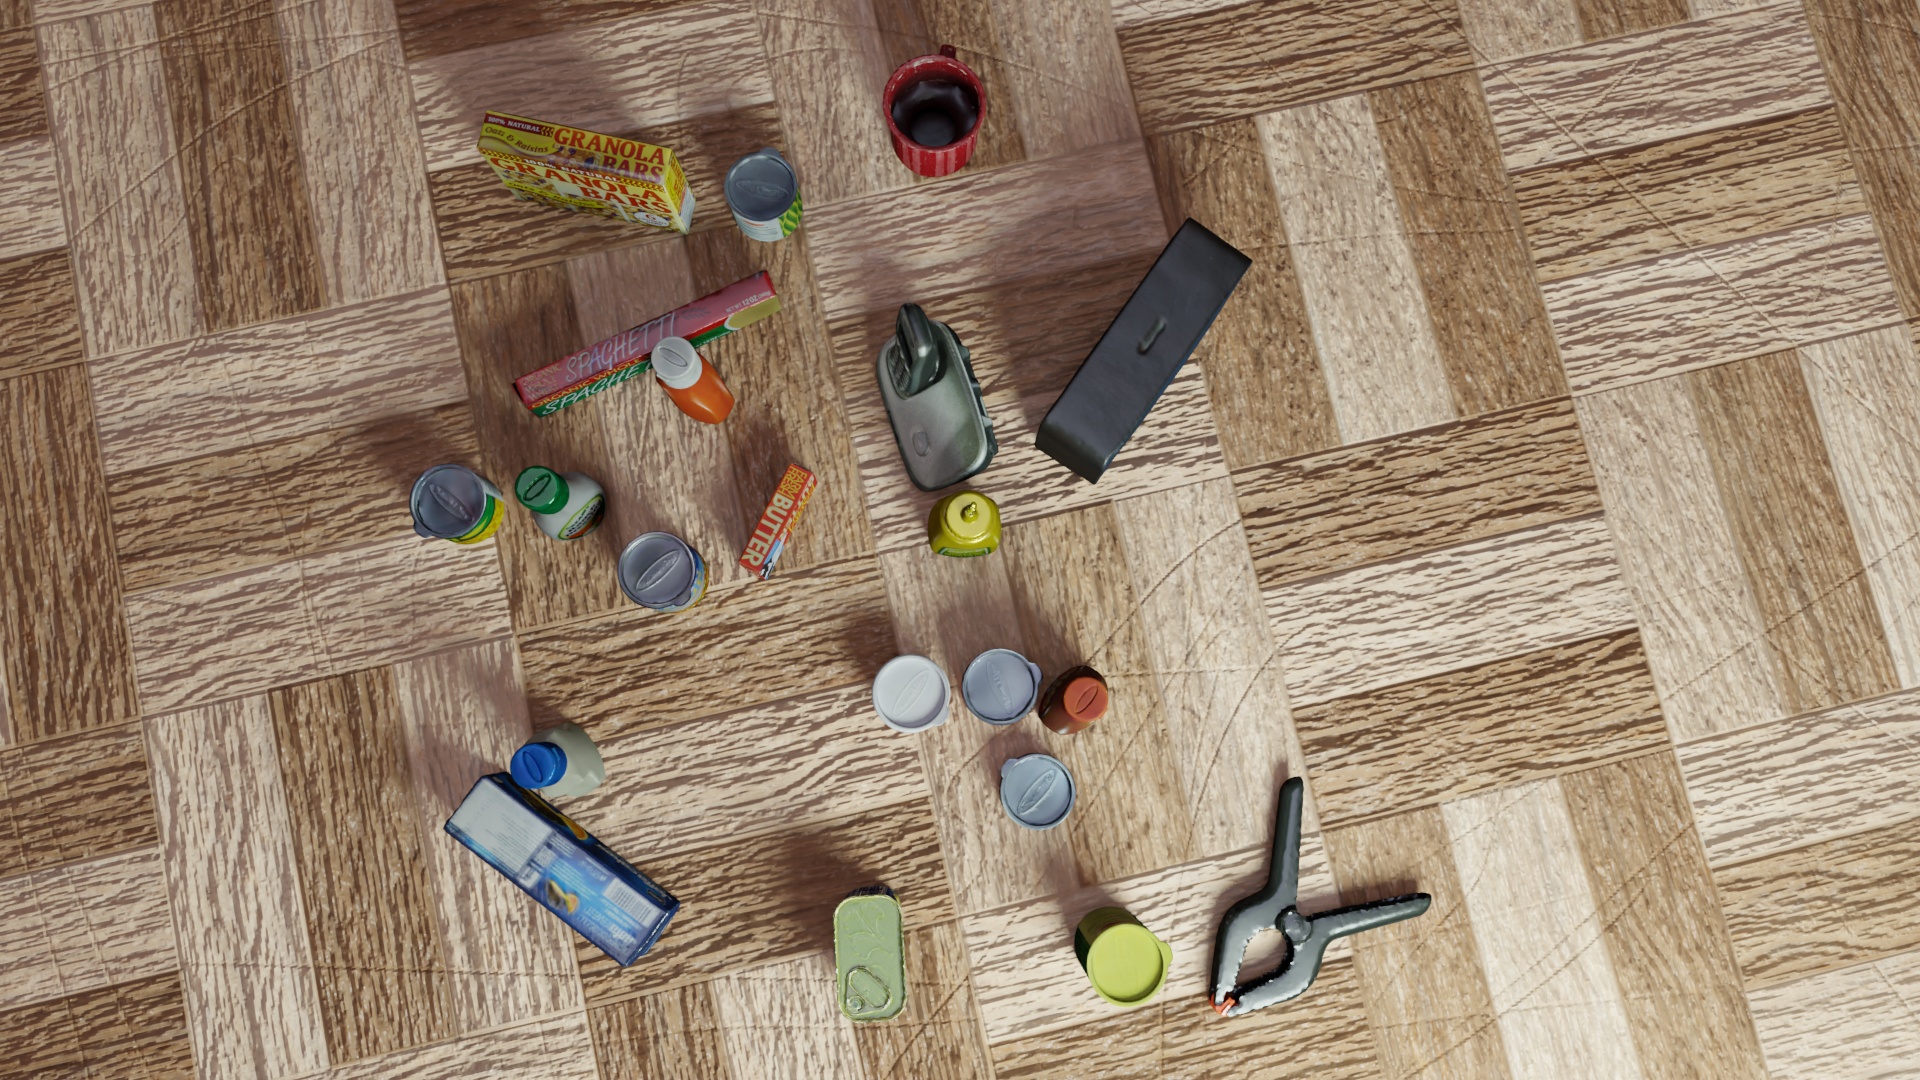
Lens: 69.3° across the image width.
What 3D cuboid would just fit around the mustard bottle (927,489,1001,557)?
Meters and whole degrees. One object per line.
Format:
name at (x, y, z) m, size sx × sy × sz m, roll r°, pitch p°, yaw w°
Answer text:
mustard bottle at (0.004, -0.015, 1.193) m, size 0.065 × 0.160 × 0.049 m, roll -1°, pitch 83°, yaw -1°

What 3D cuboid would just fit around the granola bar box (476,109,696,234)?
granola bar box at (-0.330, -0.328, 1.244) m, size 0.166 × 0.124 × 0.039 m, roll 12°, pitch 83°, yaw 0°

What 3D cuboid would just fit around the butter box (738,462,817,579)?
butter box at (-0.163, -0.017, 1.243) m, size 0.024 × 0.053 × 0.103 m, roll 27°, pitch 83°, yaw 2°

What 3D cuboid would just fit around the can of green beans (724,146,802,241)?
can of green beans at (-0.180, -0.316, 1.279) m, size 0.071 × 0.057 × 0.071 m, roll 0°, pitch 83°, yaw -1°

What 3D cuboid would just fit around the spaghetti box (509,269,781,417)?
spaghetti box at (-0.283, -0.178, 1.263) m, size 0.250 × 0.050 × 0.028 m, roll -25°, pitch 84°, yaw -4°

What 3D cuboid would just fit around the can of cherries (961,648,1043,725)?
can of cherries at (0.036, 0.129, 1.226) m, size 0.071 × 0.058 × 0.071 m, roll 0°, pitch 83°, yaw -1°

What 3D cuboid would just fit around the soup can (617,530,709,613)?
soup can at (-0.257, 0.032, 1.219) m, size 0.071 × 0.083 × 0.071 m, roll 0°, pitch 83°, yaw -1°

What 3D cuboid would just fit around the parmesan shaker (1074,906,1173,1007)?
parmesan shaker at (0.137, 0.350, 1.177) m, size 0.071 × 0.103 × 0.071 m, roll 0°, pitch 83°, yaw -1°

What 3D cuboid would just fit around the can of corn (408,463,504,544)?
can of corn at (-0.448, -0.029, 1.235) m, size 0.071 × 0.058 × 0.071 m, roll 0°, pitch 83°, yaw -1°

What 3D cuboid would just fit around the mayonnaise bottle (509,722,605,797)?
mayonnaise bottle at (-0.339, 0.186, 1.164) m, size 0.041 × 0.148 × 0.065 m, roll -30°, pitch 85°, yaw -5°

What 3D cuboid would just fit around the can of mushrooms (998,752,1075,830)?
can of mushrooms at (0.066, 0.219, 1.228) m, size 0.071 × 0.033 × 0.071 m, roll 0°, pitch 83°, yaw -1°

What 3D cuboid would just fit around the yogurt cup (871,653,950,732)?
yogurt cup at (-0.043, 0.135, 1.226) m, size 0.072 × 0.054 × 0.072 m, roll 0°, pitch 83°, yaw -1°

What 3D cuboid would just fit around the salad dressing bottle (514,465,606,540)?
salad dressing bottle at (-0.345, -0.034, 1.193) m, size 0.044 × 0.147 × 0.064 m, roll 43°, pitch 84°, yaw 4°

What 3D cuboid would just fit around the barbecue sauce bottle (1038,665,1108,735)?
barbecue sauce bottle at (0.099, 0.136, 1.182) m, size 0.044 × 0.148 × 0.065 m, roll 39°, pitch 84°, yaw 3°

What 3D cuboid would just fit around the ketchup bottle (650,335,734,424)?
ketchup bottle at (-0.237, -0.141, 1.209) m, size 0.065 × 0.148 × 0.043 m, roll 32°, pitch 84°, yaw 3°
